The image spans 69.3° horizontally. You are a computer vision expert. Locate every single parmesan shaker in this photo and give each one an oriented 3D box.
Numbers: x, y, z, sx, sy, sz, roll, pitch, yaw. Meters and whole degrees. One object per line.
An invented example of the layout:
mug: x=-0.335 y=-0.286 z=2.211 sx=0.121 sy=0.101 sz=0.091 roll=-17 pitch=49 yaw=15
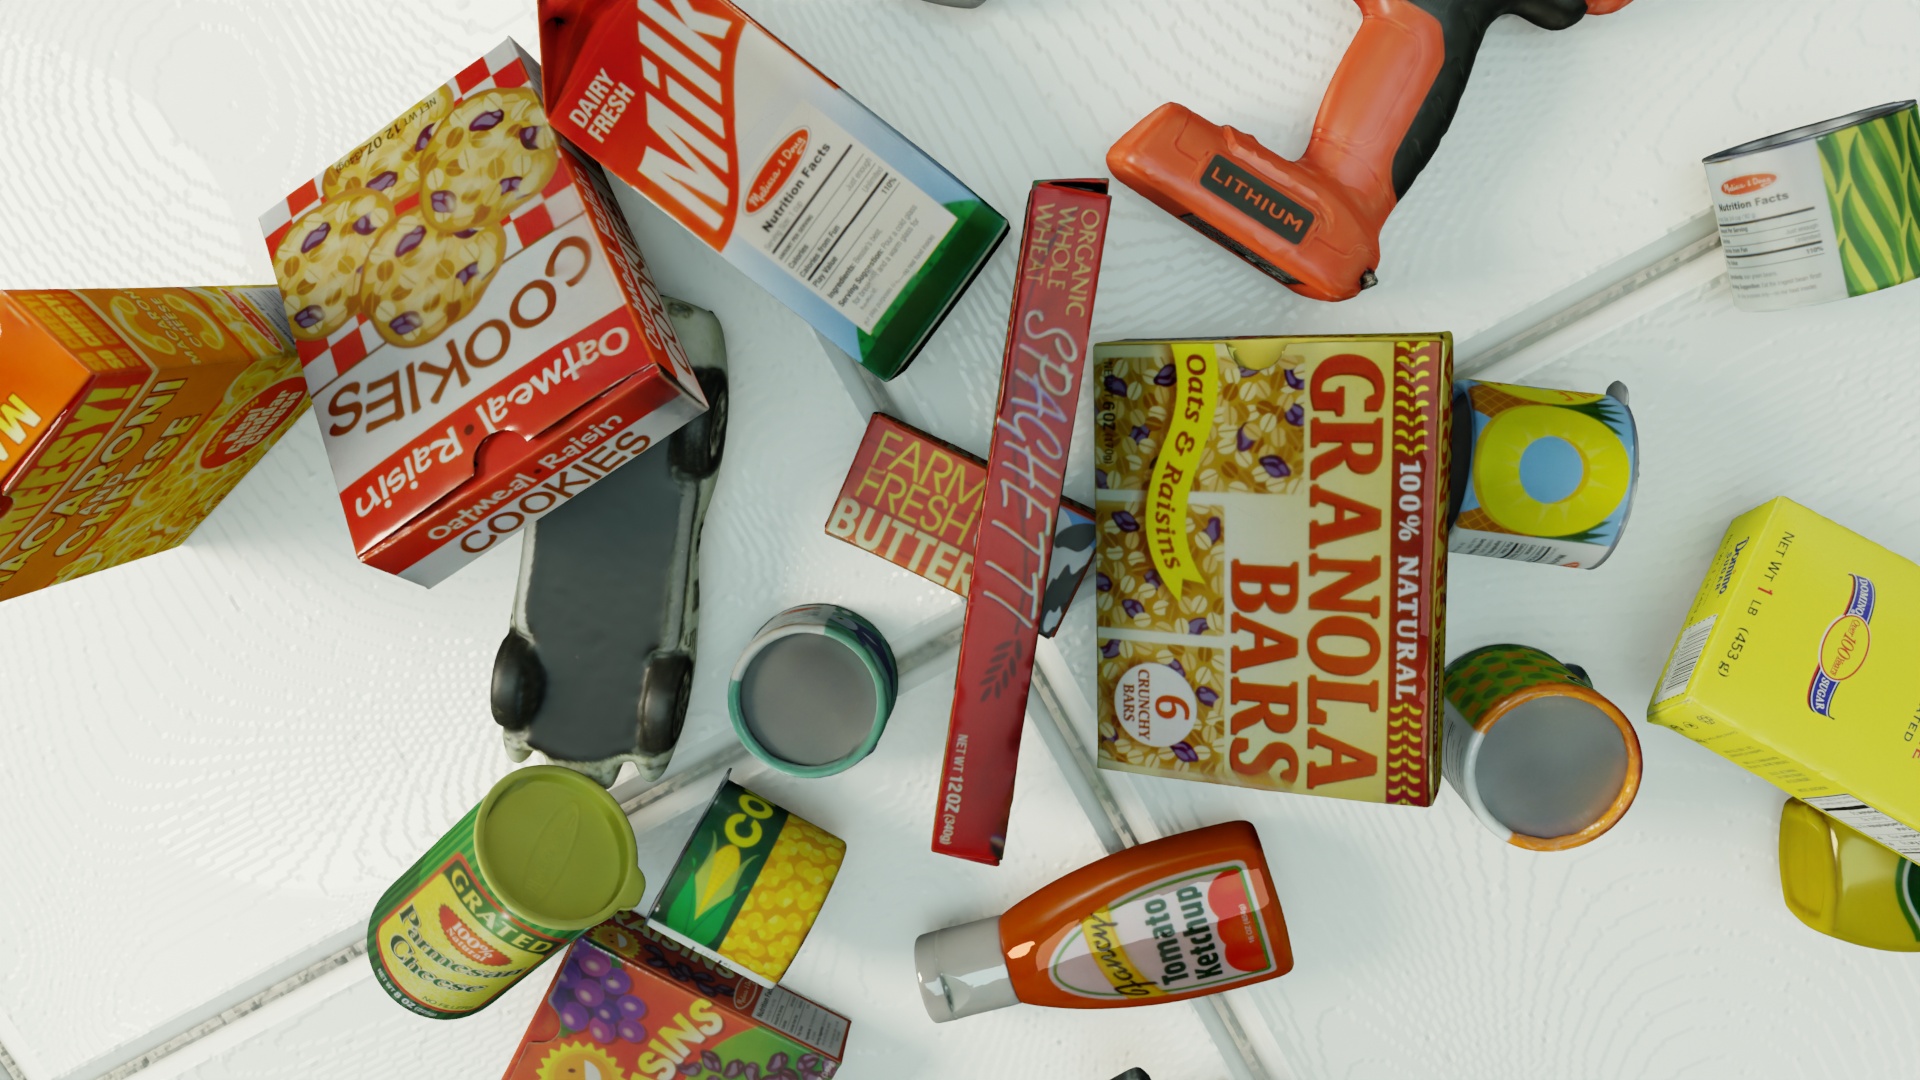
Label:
parmesan shaker: x=-0.181 y=0.143 z=0.551 sx=0.071 sy=0.072 sz=0.102 roll=46 pitch=124 yaw=-5

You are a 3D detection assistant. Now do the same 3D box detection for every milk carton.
milk carton: x=-0.078 y=-0.146 z=0.510 sx=0.190 sy=0.072 sz=0.073 roll=37 pitch=100 yaw=-5

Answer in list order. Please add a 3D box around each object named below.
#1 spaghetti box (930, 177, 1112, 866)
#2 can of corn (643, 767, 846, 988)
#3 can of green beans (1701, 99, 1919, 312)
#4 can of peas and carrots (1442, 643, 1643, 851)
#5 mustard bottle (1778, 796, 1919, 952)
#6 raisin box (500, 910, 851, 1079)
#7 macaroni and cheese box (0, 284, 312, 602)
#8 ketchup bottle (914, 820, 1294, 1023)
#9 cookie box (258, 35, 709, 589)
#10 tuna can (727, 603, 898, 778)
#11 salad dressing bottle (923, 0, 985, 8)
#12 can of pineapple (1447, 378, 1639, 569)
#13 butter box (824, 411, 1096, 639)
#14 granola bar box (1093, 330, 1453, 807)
spaghetti box: x=0.021 y=-0.007 z=0.513 sx=0.029 sy=0.050 sz=0.249 roll=8 pitch=100 yaw=0
can of corn: x=-0.085 y=0.136 z=0.562 sx=0.058 sy=0.071 sz=0.071 roll=29 pitch=100 yaw=-3
can of green beans: x=0.307 y=-0.118 z=0.495 sx=0.071 sy=0.071 sz=0.057 roll=-17 pitch=99 yaw=6
can of peas and carrots: x=0.222 y=0.078 z=0.538 sx=0.071 sy=0.059 sz=0.070 roll=1 pitch=101 yaw=3
mustard bottle: x=0.410 y=0.123 z=0.540 sx=0.160 sy=0.049 sz=0.065 roll=-4 pitch=95 yaw=4
raisin box: x=-0.121 y=0.221 z=0.592 sx=0.123 sy=0.040 sz=0.086 roll=27 pitch=101 yaw=-1
macaroni and cheese box: x=-0.302 y=-0.035 z=0.493 sx=0.123 sy=0.167 sz=0.040 roll=-43 pitch=96 yaw=10
ketchup bottle: x=0.057 y=0.163 z=0.570 sx=0.149 sy=0.043 sz=0.064 roll=-16 pitch=99 yaw=6
cookie box: x=-0.177 y=-0.084 z=0.499 sx=0.123 sy=0.040 sz=0.168 roll=-32 pitch=64 yaw=8
tuna can: x=-0.058 y=0.063 z=0.564 sx=0.071 sy=0.033 sz=0.071 roll=1 pitch=100 yaw=3
salad dressing bottle: x=-0.044 y=-0.253 z=0.504 sx=0.147 sy=0.044 sz=0.064 roll=33 pitch=109 yaw=-2
can of pineapple: x=0.209 y=-0.027 z=0.517 sx=0.058 sy=0.071 sz=0.071 roll=7 pitch=100 yaw=2
butter box: x=0.002 y=-0.007 z=0.553 sx=0.103 sy=0.024 sz=0.053 roll=25 pitch=100 yaw=-1
granola bar box: x=0.113 y=0.008 z=0.510 sx=0.124 sy=0.039 sz=0.165 roll=2 pitch=100 yaw=25
